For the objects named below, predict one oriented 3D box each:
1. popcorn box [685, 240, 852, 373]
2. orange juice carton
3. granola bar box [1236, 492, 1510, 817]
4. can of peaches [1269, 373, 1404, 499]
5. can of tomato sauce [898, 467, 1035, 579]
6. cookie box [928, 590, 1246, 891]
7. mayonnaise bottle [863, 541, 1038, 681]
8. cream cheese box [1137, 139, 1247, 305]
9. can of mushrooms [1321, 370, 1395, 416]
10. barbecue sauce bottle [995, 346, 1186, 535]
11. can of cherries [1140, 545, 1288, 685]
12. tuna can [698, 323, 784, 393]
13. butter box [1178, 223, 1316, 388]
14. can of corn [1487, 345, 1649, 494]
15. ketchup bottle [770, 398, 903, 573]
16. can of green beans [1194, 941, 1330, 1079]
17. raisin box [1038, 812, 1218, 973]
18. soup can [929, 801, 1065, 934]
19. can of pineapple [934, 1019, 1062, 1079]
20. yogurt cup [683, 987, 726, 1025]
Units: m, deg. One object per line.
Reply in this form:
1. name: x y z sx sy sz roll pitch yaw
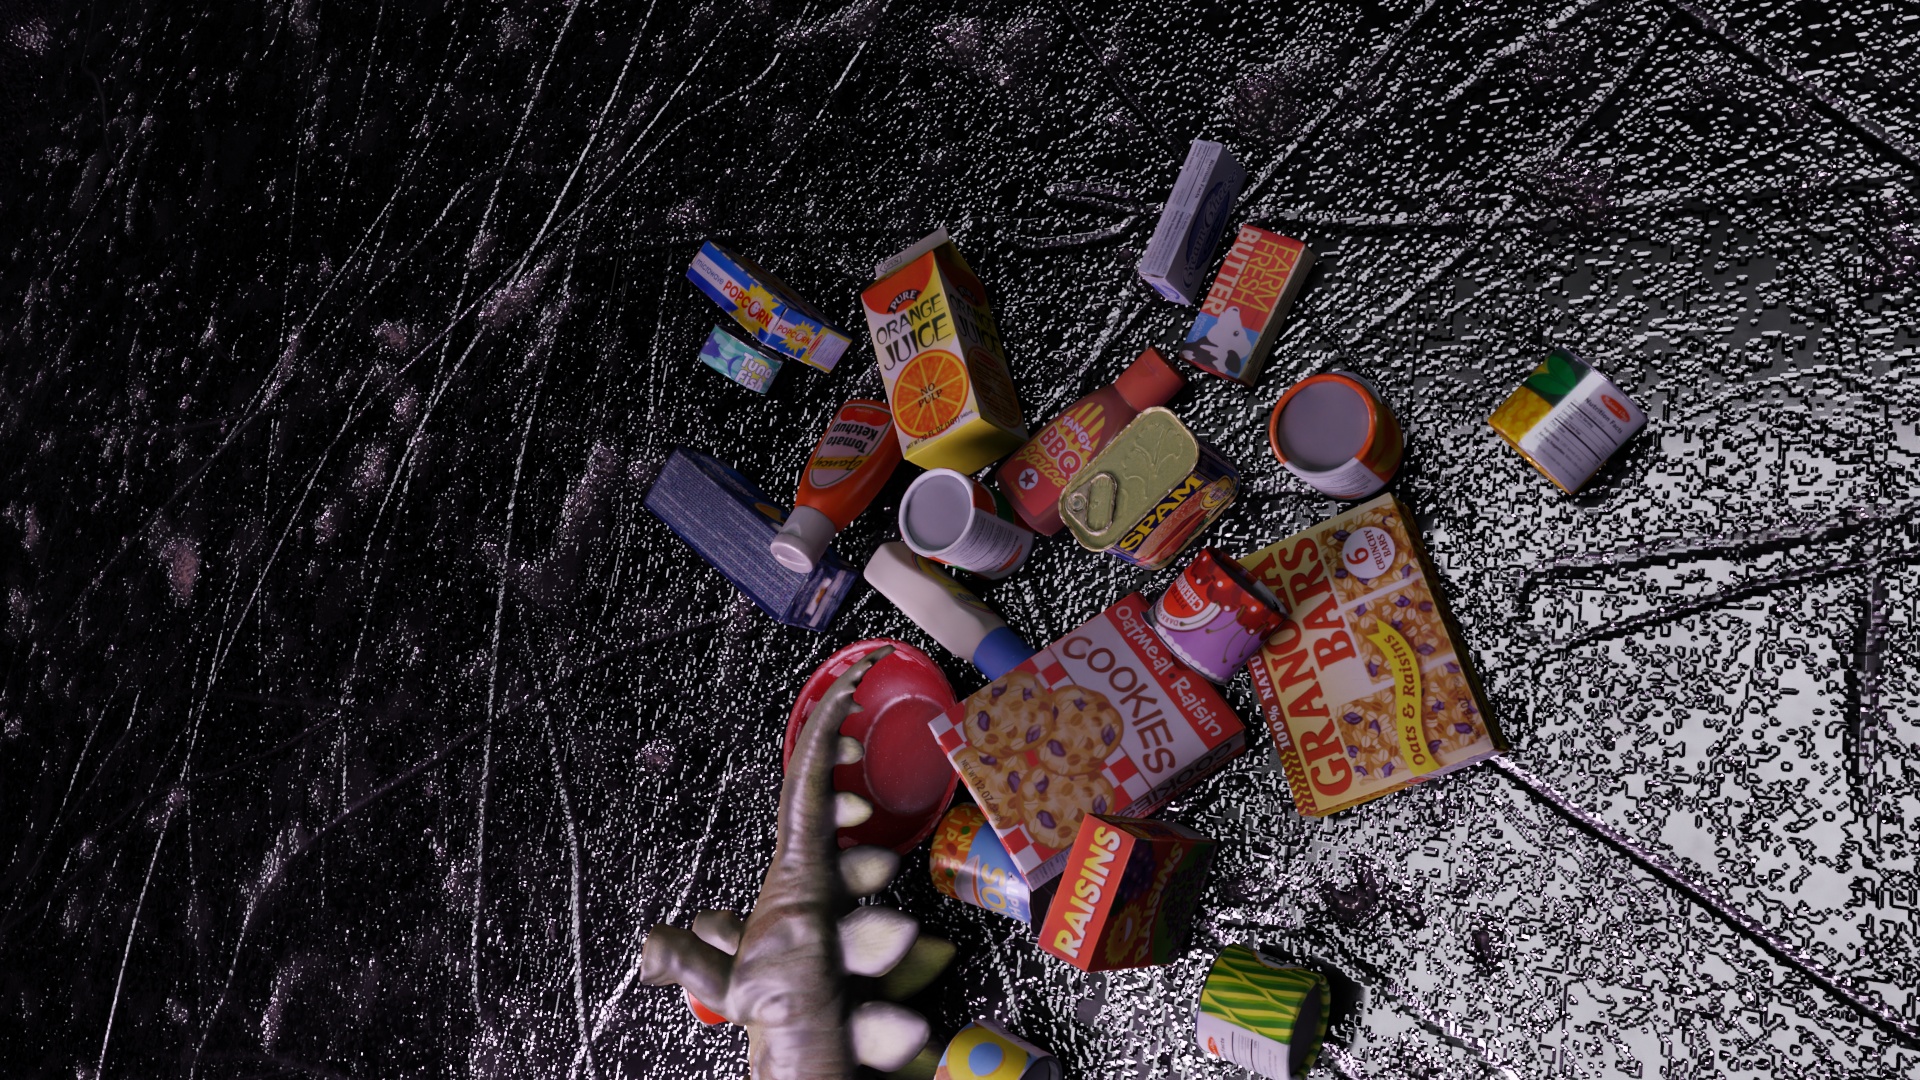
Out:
1. popcorn box: -0.161 -0.197 1.166 0.127 0.085 0.038 42 103 34
2. orange juice carton: -0.017 -0.149 1.065 0.071 0.073 0.193 -28 63 25
3. granola bar box: 0.242 0.072 0.852 0.124 0.039 0.166 -27 64 26
4. can of peaches: 0.228 -0.065 0.845 0.071 0.058 0.071 -8 75 31
5. can of tomato sauce: 0.004 -0.013 1.007 0.071 0.083 0.071 -9 72 31
6. cookie box: 0.082 0.127 0.902 0.168 0.040 0.123 -32 59 -7
7. mayonnaise bottle: -0.002 0.056 1.007 0.148 0.065 0.041 38 102 31
8. cream cheese box: 0.164 -0.223 0.977 0.024 0.053 0.103 23 91 34
9. can of mushrooms: 0.245 -0.071 0.893 0.071 0.033 0.071 -10 71 31
10. barbecue sauce bottle: 0.095 -0.074 0.987 0.148 0.043 0.065 -44 57 16
11. can of cherries: 0.155 0.044 0.849 0.058 0.071 0.072 -50 56 16
12. tuna can: -0.185 -0.154 1.182 0.071 0.071 0.032 35 99 35
13. butter box: 0.197 -0.161 0.955 0.053 0.024 0.103 28 93 35
14. can of corn: 0.350 -0.070 0.805 0.058 0.071 0.071 -48 57 14
15. ketchup bottle: -0.094 -0.042 1.066 0.065 0.043 0.149 12 56 27
16. can of green beans: 0.179 0.279 0.820 0.058 0.071 0.071 11 84 35
17. raisin box: 0.105 0.215 0.852 0.040 0.123 0.086 21 90 35
18. soup can: 0.030 0.220 0.934 0.084 0.071 0.071 8 82 36
19. can of pineapple: 0.023 0.355 0.901 0.058 0.071 0.071 16 86 37
20. yogurt cup: -0.167 0.326 1.039 0.054 0.072 0.072 -11 71 23
